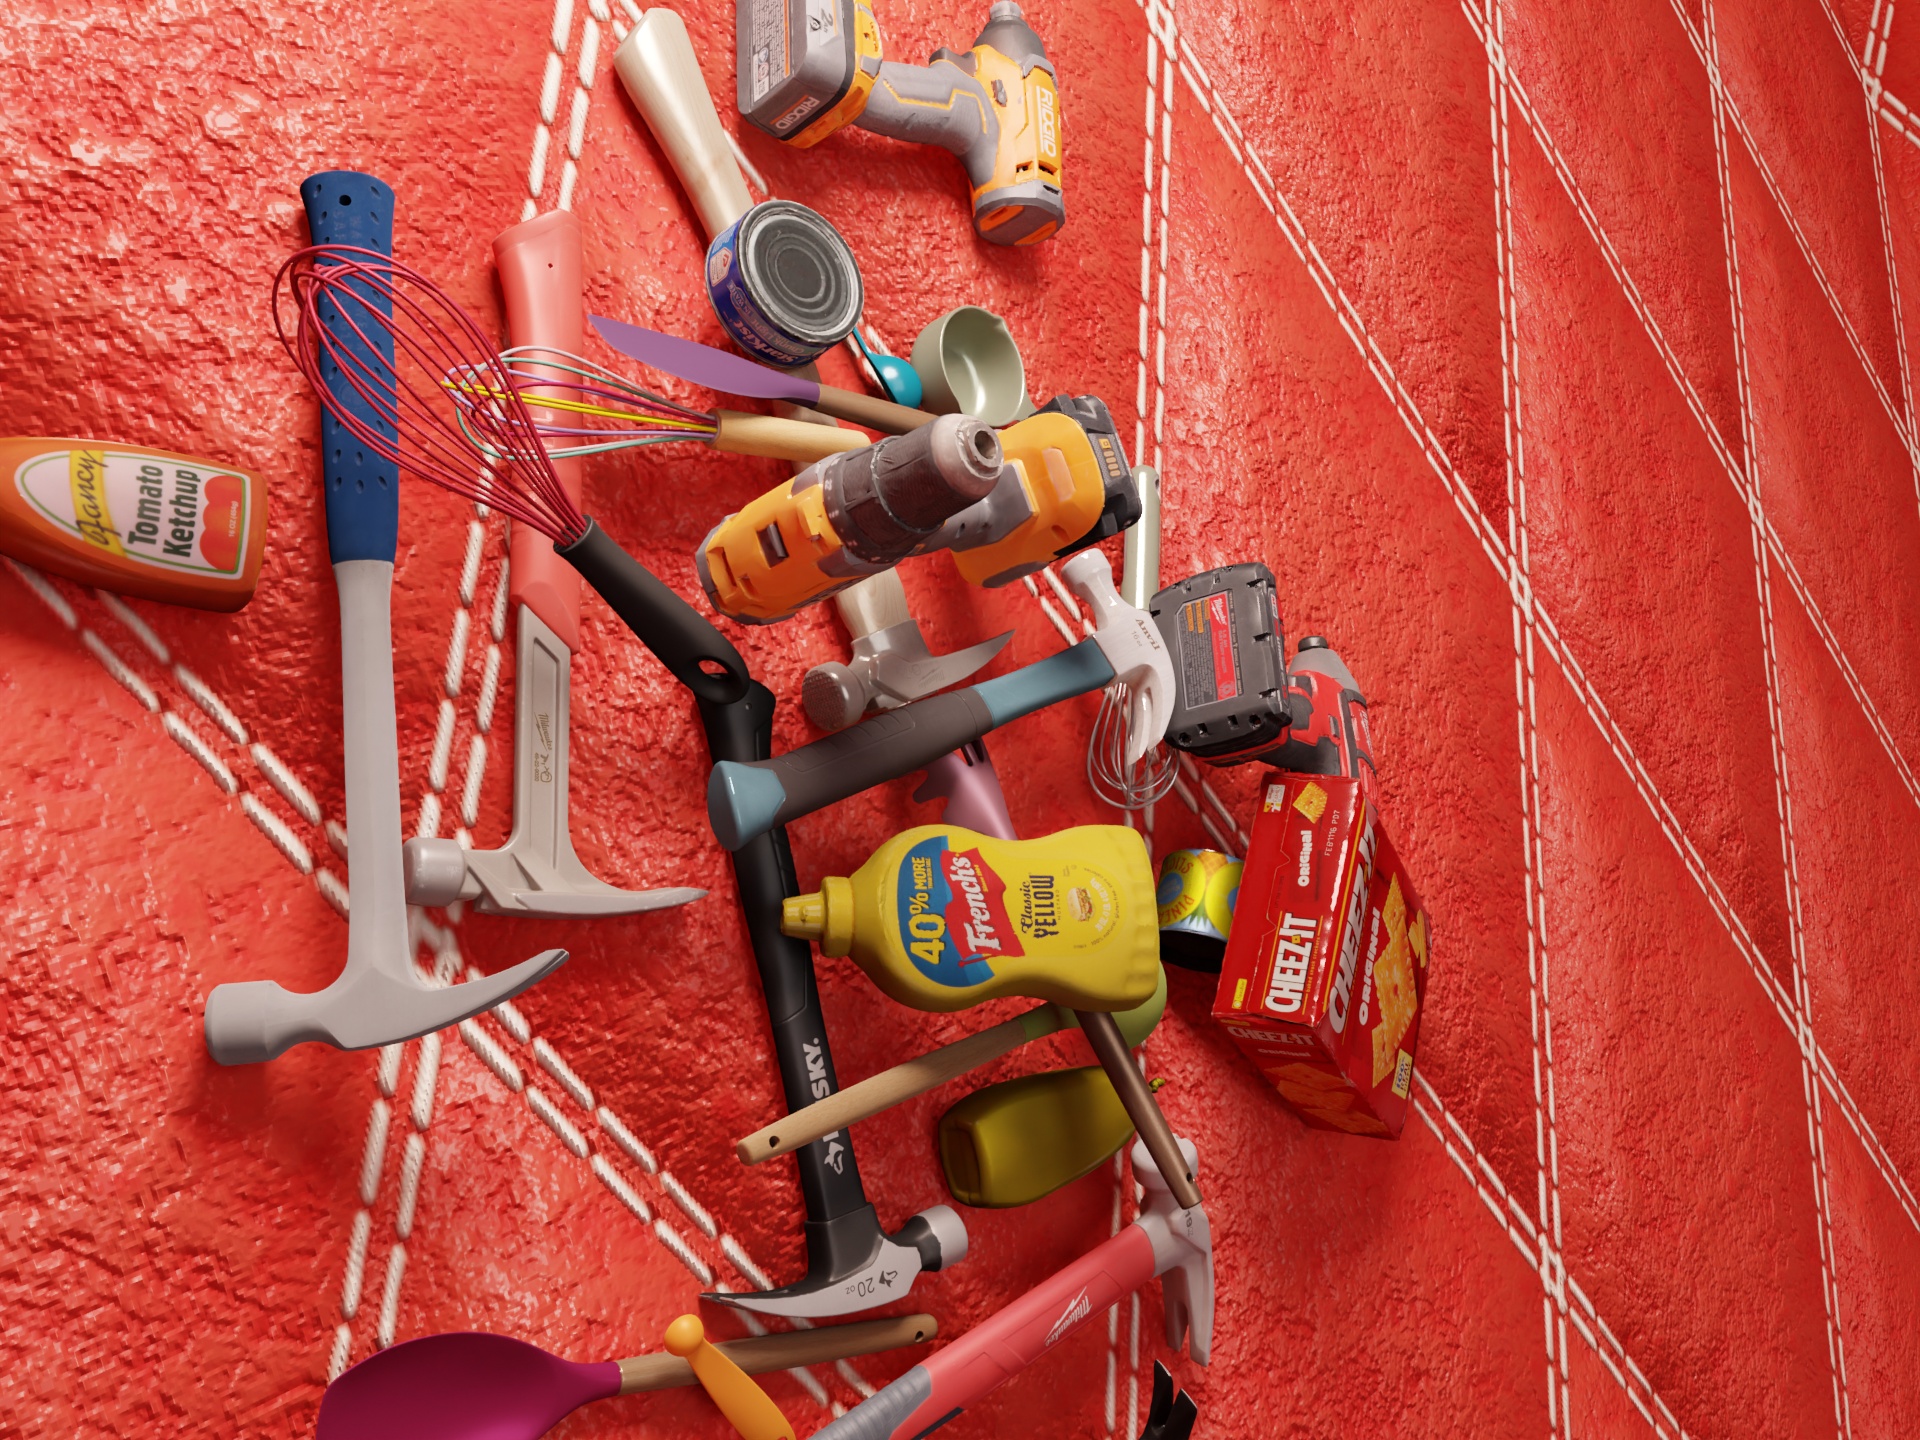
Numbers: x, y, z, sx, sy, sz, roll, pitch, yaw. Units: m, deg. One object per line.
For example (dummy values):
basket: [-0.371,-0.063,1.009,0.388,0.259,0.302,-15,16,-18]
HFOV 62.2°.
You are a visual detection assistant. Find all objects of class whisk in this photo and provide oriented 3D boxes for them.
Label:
whisk: [0.115,-0.059,1.037,0.057,0.059,0.246,57,34,-62]
whisk: [-0.143,-0.148,0.802,0.244,0.047,0.051,0,77,-42]
whisk: [-0.188,-0.097,0.721,0.295,0.073,0.073,48,52,-40]

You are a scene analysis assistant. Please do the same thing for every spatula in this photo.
spatula: [-0.061,-0.174,0.884,0.315,0.018,0.060,7,32,-43]

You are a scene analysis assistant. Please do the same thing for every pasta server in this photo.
pasta server: [0.047,0.122,0.876,0.060,0.040,0.316,-16,72,-41]

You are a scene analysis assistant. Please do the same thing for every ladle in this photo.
ladle: [0.004,0.178,0.858,0.320,0.062,0.078,-14,83,-44]

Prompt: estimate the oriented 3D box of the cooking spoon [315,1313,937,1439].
cooking spoon: [-0.140,0.307,0.749,0.318,0.017,0.069,8,90,-38]

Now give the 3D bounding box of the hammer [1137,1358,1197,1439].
hammer: [-0.026,0.415,0.774,0.336,0.034,0.127,-6,123,-35]

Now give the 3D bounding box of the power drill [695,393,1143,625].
power drill: [0.001,-0.115,0.819,0.226,0.185,0.084,-18,88,-46]

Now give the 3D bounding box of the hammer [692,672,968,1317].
hammer: [-0.093,0.138,0.821,0.146,0.035,0.335,-9,84,-41]

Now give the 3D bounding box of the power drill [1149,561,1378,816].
power drill: [0.211,-0.016,1.052,0.219,0.078,0.143,28,53,-51]

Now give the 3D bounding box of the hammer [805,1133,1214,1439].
hammer: [-0.008,0.357,0.820,0.386,0.038,0.143,-19,110,-37]

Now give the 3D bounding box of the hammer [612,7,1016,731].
hammer: [-0.093,-0.206,0.910,0.146,0.038,0.410,-23,93,-42]

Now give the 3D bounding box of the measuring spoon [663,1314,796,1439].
measuring spoon: [-0.106,0.322,0.758,0.021,0.011,0.116,-42,122,-22]

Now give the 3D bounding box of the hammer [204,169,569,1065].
hammer: [-0.261,-0.059,0.713,0.144,0.035,0.406,-5,76,-11]

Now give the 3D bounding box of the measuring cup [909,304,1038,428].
measuring cup: [0.029,-0.190,1.009,0.167,0.038,0.083,41,54,-35]

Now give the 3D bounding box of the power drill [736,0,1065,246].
power drill: [-0.027,-0.406,0.989,0.226,0.084,0.164,9,72,-42]

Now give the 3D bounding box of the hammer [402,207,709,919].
hammer: [-0.198,-0.082,0.793,0.149,0.037,0.359,7,74,-38]

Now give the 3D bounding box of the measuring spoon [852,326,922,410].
measuring spoon: [-0.057,-0.239,0.947,0.021,0.042,0.128,-30,93,-1]

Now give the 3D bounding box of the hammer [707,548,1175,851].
hammer: [-0.001,-0.003,0.871,0.331,0.033,0.128,-22,75,-40]
